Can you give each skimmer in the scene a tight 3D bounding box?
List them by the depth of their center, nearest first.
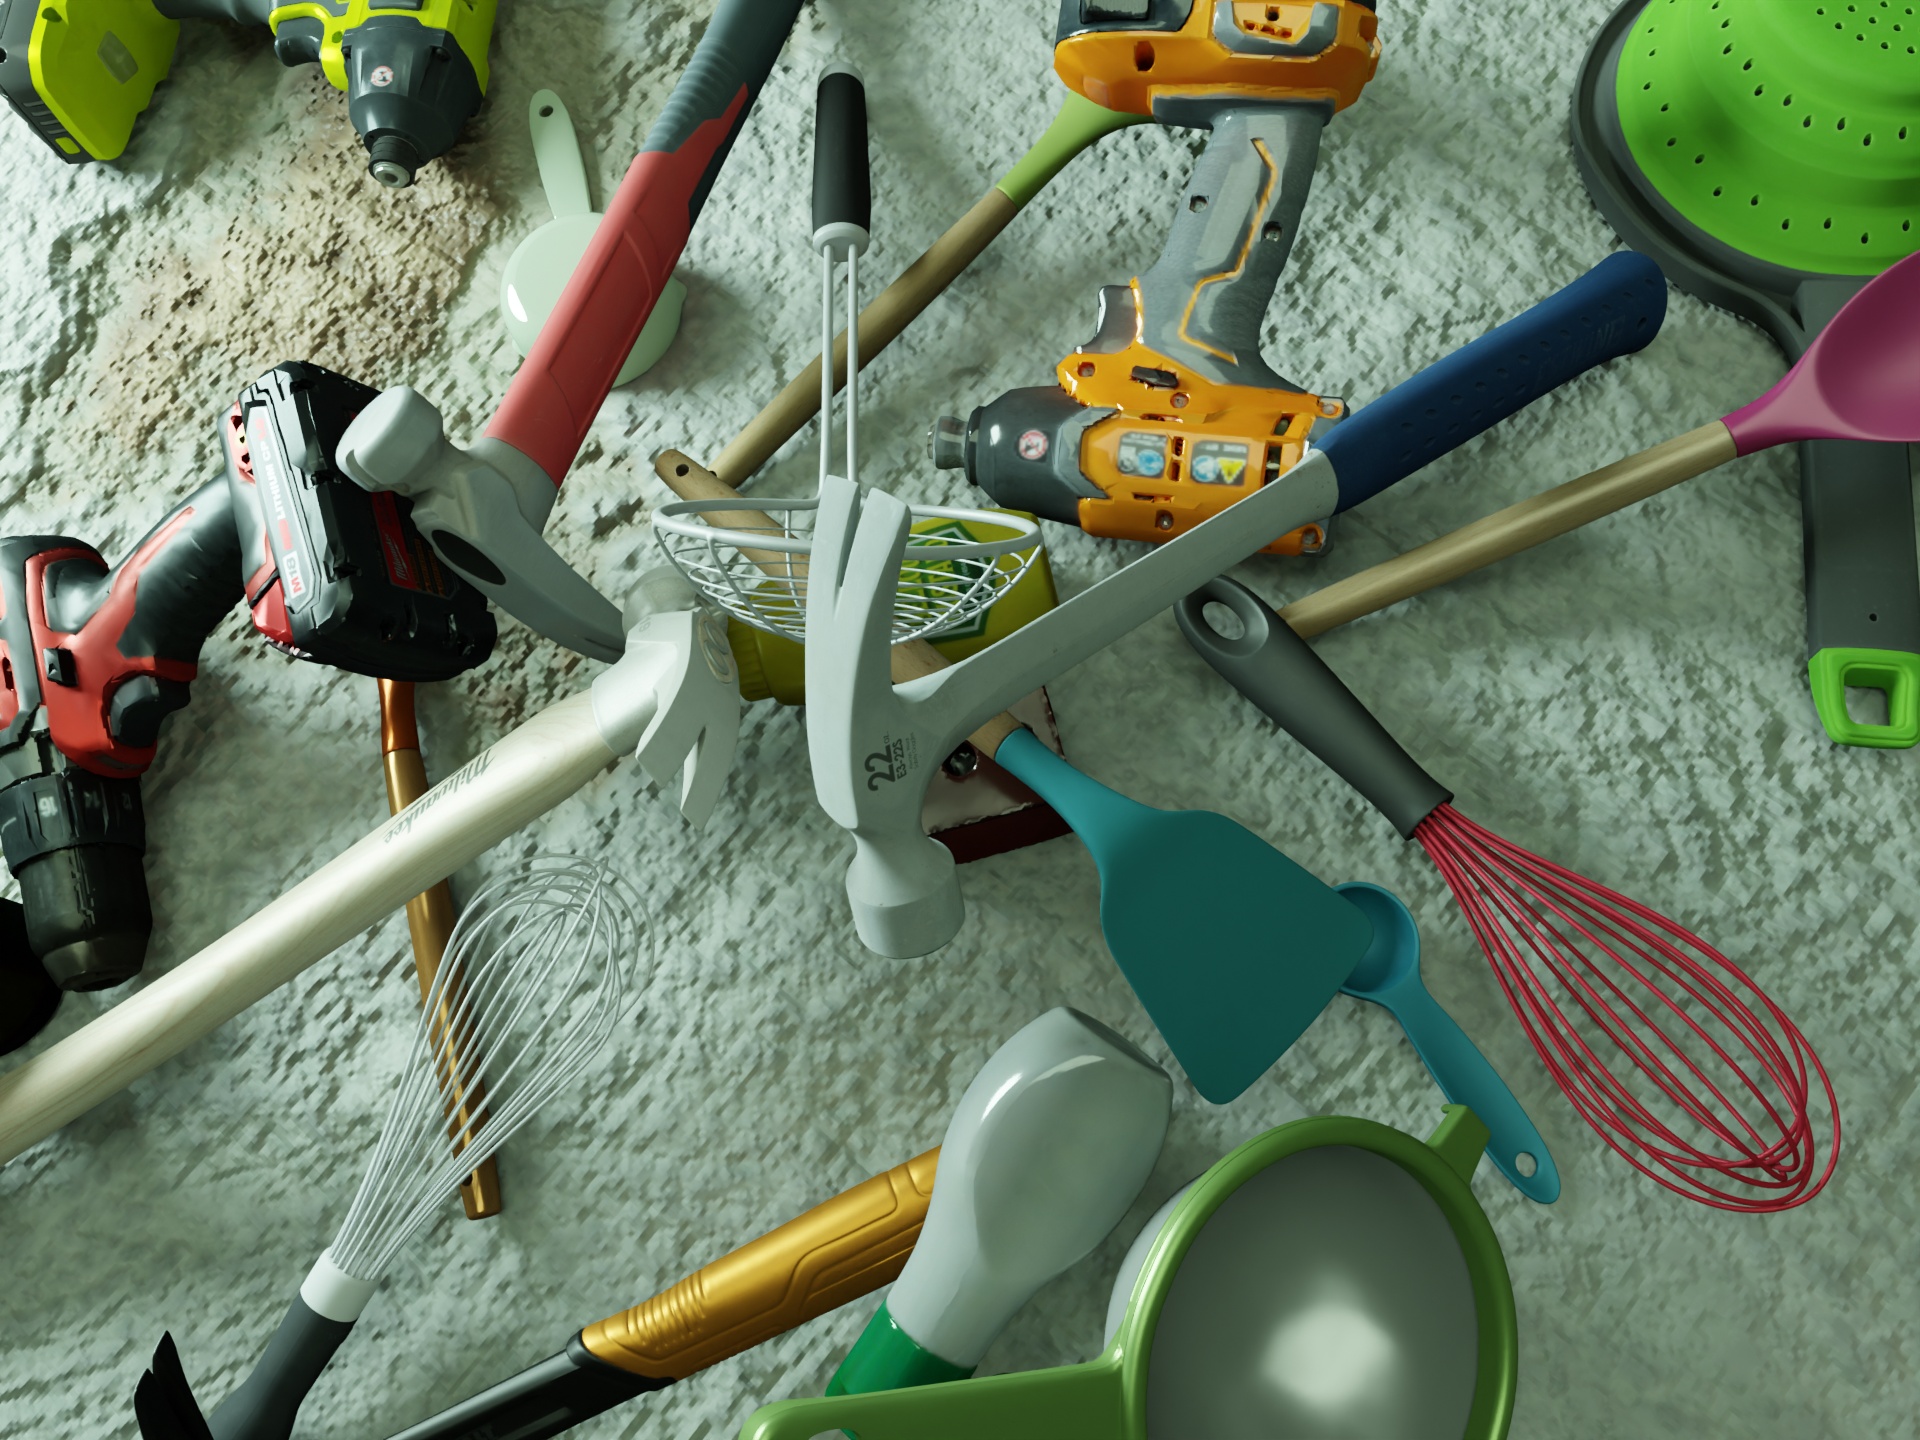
[{"bbox_3d":[-0.043,-0.166,0.601,0.127,0.090,0.364,2,53,-6],"label":"skimmer"}]

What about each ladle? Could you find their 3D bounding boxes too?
[{"bbox_3d":[0.003,-0.200,0.688,0.320,0.062,0.078,-45,73,-2],"label":"ladle"}]

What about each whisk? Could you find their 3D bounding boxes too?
[{"bbox_3d":[-0.198,0.169,0.554,0.070,0.070,0.284,32,89,17],"label":"whisk"},{"bbox_3d":[0.178,0.048,0.557,0.073,0.073,0.296,-39,68,-7],"label":"whisk"}]

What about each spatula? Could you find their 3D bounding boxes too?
[{"bbox_3d":[-0.001,-0.002,0.565,0.318,0.044,0.082,40,80,22],"label":"spatula"},{"bbox_3d":[-0.223,0.035,0.627,0.081,0.041,0.323,-23,70,15],"label":"spatula"}]

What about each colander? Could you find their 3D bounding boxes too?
[{"bbox_3d":[0.348,-0.188,0.602,0.204,0.094,0.397,4,71,9],"label":"colander"}]

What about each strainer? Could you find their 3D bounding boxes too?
[{"bbox_3d":[0.050,0.195,0.480,0.256,0.069,0.151,3,85,-25],"label":"strainer"}]

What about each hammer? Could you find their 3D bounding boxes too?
[{"bbox_3d":[0.114,-0.080,0.534,0.405,0.144,0.035,-31,39,-29],"label":"hammer"},{"bbox_3d":[-0.094,0.197,0.535,0.337,0.034,0.127,-24,104,-6],"label":"hammer"},{"bbox_3d":[-0.252,0.090,0.556,0.410,0.038,0.146,-33,27,8],"label":"hammer"},{"bbox_3d":[-0.117,-0.210,0.676,0.038,0.143,0.387,-9,51,38],"label":"hammer"}]

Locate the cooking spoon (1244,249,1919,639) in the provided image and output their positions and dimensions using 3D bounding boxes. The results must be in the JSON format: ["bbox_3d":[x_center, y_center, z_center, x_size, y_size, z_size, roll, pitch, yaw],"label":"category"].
[{"bbox_3d":[0.254,-0.092,0.580,0.319,0.017,0.069,-23,83,14],"label":"cooking spoon"}]

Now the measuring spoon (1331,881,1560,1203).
[{"bbox_3d":[0.166,0.115,0.563,0.042,0.021,0.129,-31,78,-18],"label":"measuring spoon"}]

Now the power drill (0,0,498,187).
[{"bbox_3d":[-0.336,-0.329,0.756,0.223,0.080,0.171,2,71,5],"label":"power drill"}]

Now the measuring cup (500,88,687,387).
[{"bbox_3d":[-0.177,-0.228,0.715,0.083,0.038,0.168,-18,71,1],"label":"measuring cup"}]

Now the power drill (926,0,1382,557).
[{"bbox_3d":[0.076,-0.183,0.618,0.164,0.084,0.226,6,94,9],"label":"power drill"}]

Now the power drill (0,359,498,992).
[{"bbox_3d":[-0.293,-0.014,0.613,0.226,0.080,0.188,-24,73,20],"label":"power drill"}]
